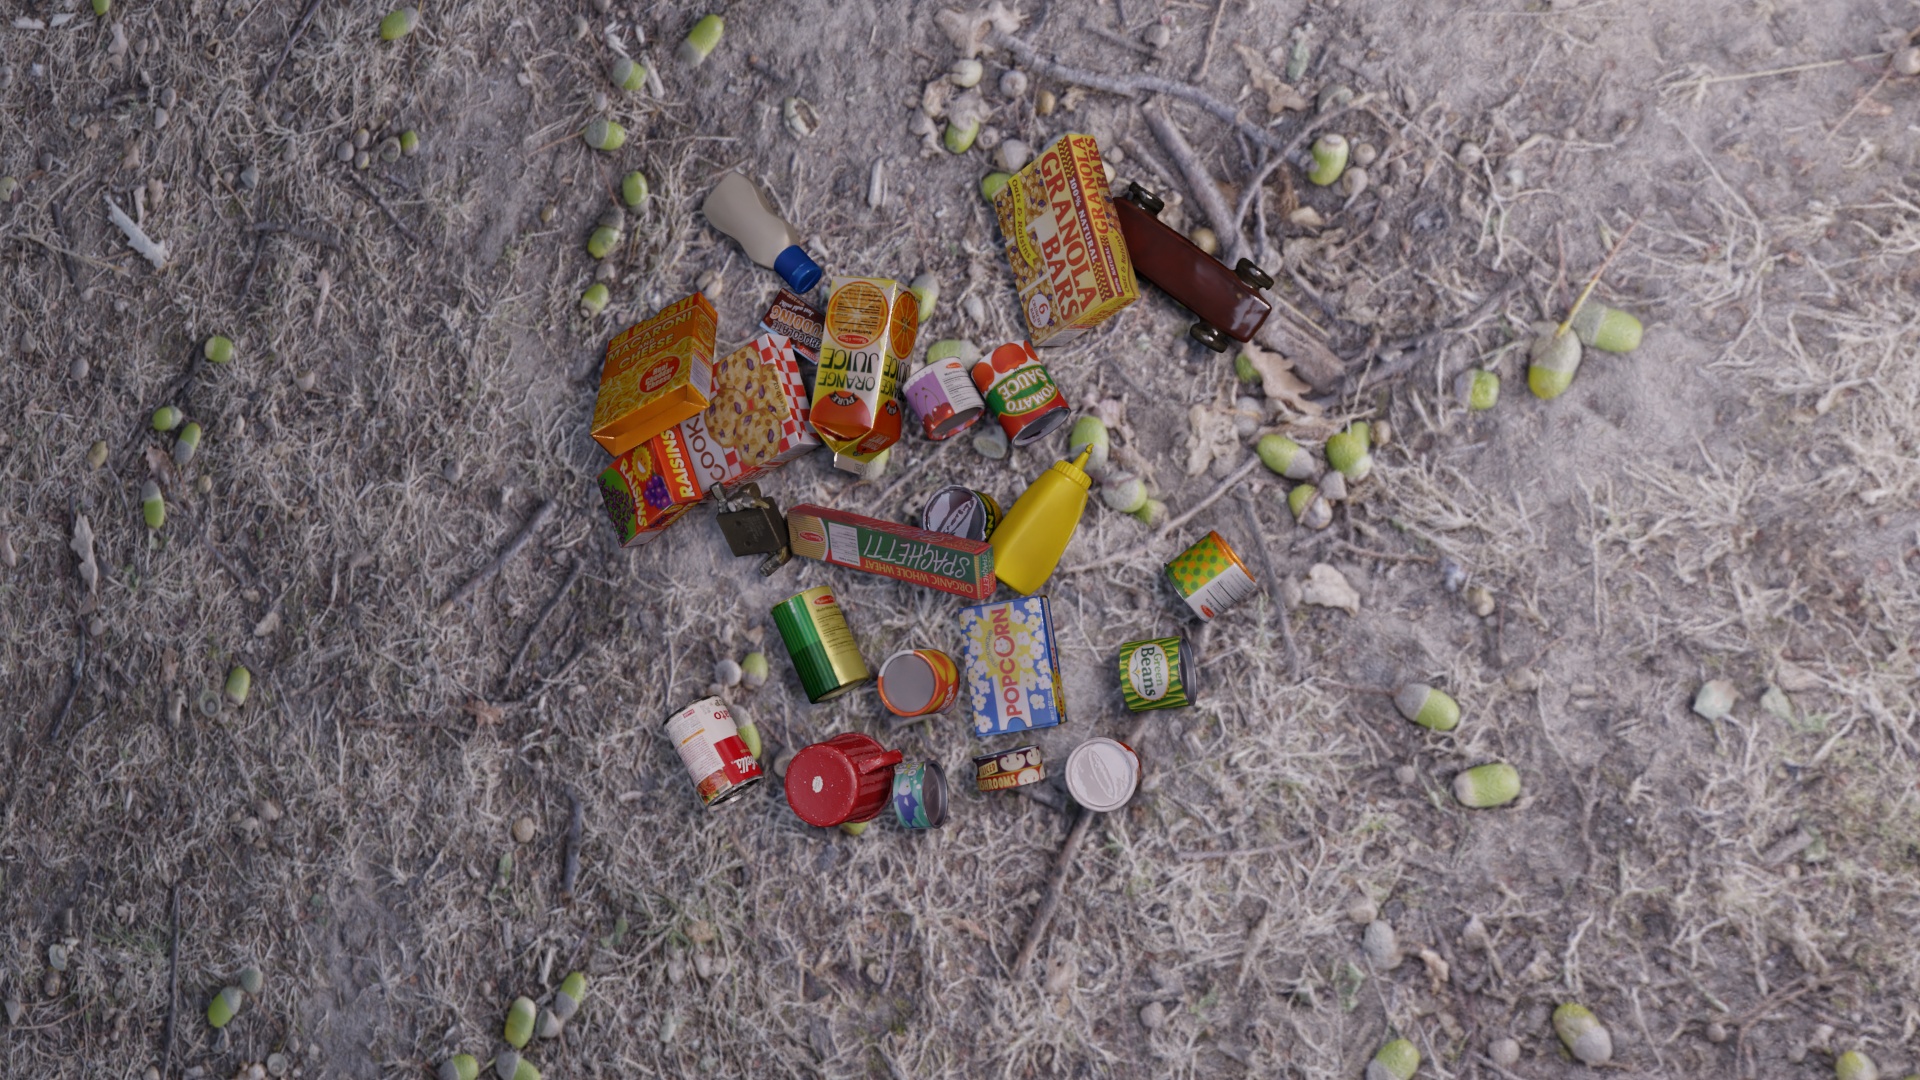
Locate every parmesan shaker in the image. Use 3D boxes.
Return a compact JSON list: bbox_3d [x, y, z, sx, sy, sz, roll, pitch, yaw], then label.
[{"bbox_3d":[-0.143,0.106,1.400,0.071,0.071,0.103,-28,78,16],"label":"parmesan shaker"}]

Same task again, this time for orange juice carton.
[{"bbox_3d":[-0.098,-0.164,1.403,0.073,0.072,0.192,8,89,20],"label":"orange juice carton"}]

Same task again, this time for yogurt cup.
[{"bbox_3d":[0.137,0.217,1.300,0.072,0.054,0.072,-1,86,20],"label":"yogurt cup"}]

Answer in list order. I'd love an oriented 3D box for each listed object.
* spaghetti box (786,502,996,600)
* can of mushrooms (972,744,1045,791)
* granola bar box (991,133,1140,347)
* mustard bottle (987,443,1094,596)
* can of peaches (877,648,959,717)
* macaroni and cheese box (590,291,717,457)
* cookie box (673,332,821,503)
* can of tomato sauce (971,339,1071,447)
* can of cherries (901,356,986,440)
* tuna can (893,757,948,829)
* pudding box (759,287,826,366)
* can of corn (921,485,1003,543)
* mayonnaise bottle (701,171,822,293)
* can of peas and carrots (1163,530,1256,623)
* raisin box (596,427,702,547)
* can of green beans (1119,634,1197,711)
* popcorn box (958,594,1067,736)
[{"bbox_3d":[-0.071,0.009,1.358,0.250,0.029,0.050,12,117,37],"label":"spaghetti box"},{"bbox_3d":[0.045,0.217,1.324,0.071,0.071,0.033,-13,84,19],"label":"can of mushrooms"},{"bbox_3d":[0.098,-0.284,1.326,0.124,0.039,0.165,-26,75,51],"label":"granola bar box"},{"bbox_3d":[0.084,-0.026,1.333,0.160,0.065,0.049,-56,28,-6],"label":"mustard bottle"},{"bbox_3d":[-0.040,0.141,1.367,0.071,0.058,0.071,-2,85,20],"label":"can of peaches"},{"bbox_3d":[-0.317,-0.177,1.450,0.123,0.040,0.167,-25,41,17],"label":"macaroni and cheese box"},{"bbox_3d":[-0.236,-0.124,1.450,0.167,0.040,0.123,-24,78,29],"label":"cookie box"},{"bbox_3d":[0.058,-0.144,1.346,0.071,0.071,0.083,-34,76,15],"label":"can of tomato sauce"},{"bbox_3d":[-0.017,-0.139,1.377,0.071,0.071,0.058,-32,77,15],"label":"can of cherries"},{"bbox_3d":[-0.039,0.246,1.354,0.033,0.071,0.071,-8,84,20],"label":"tuna can"},{"bbox_3d":[-0.163,-0.222,1.452,0.084,0.030,0.049,37,100,19],"label":"pudding box"},{"bbox_3d":[0.005,-0.017,1.362,0.071,0.058,0.071,-1,86,20],"label":"can of corn"},{"bbox_3d":[-0.207,-0.322,1.470,0.064,0.041,0.148,-47,74,11],"label":"mayonnaise bottle"},{"bbox_3d":[0.228,0.031,1.275,0.058,0.071,0.071,-39,75,13],"label":"can of peas and carrots"},{"bbox_3d":[-0.331,-0.056,1.469,0.123,0.040,0.086,-31,75,43],"label":"raisin box"},{"bbox_3d":[0.183,0.123,1.284,0.058,0.071,0.071,-9,83,19],"label":"can of green beans"},{"bbox_3d":[0.051,0.121,1.347,0.085,0.038,0.127,-11,82,18],"label":"popcorn box"}]
